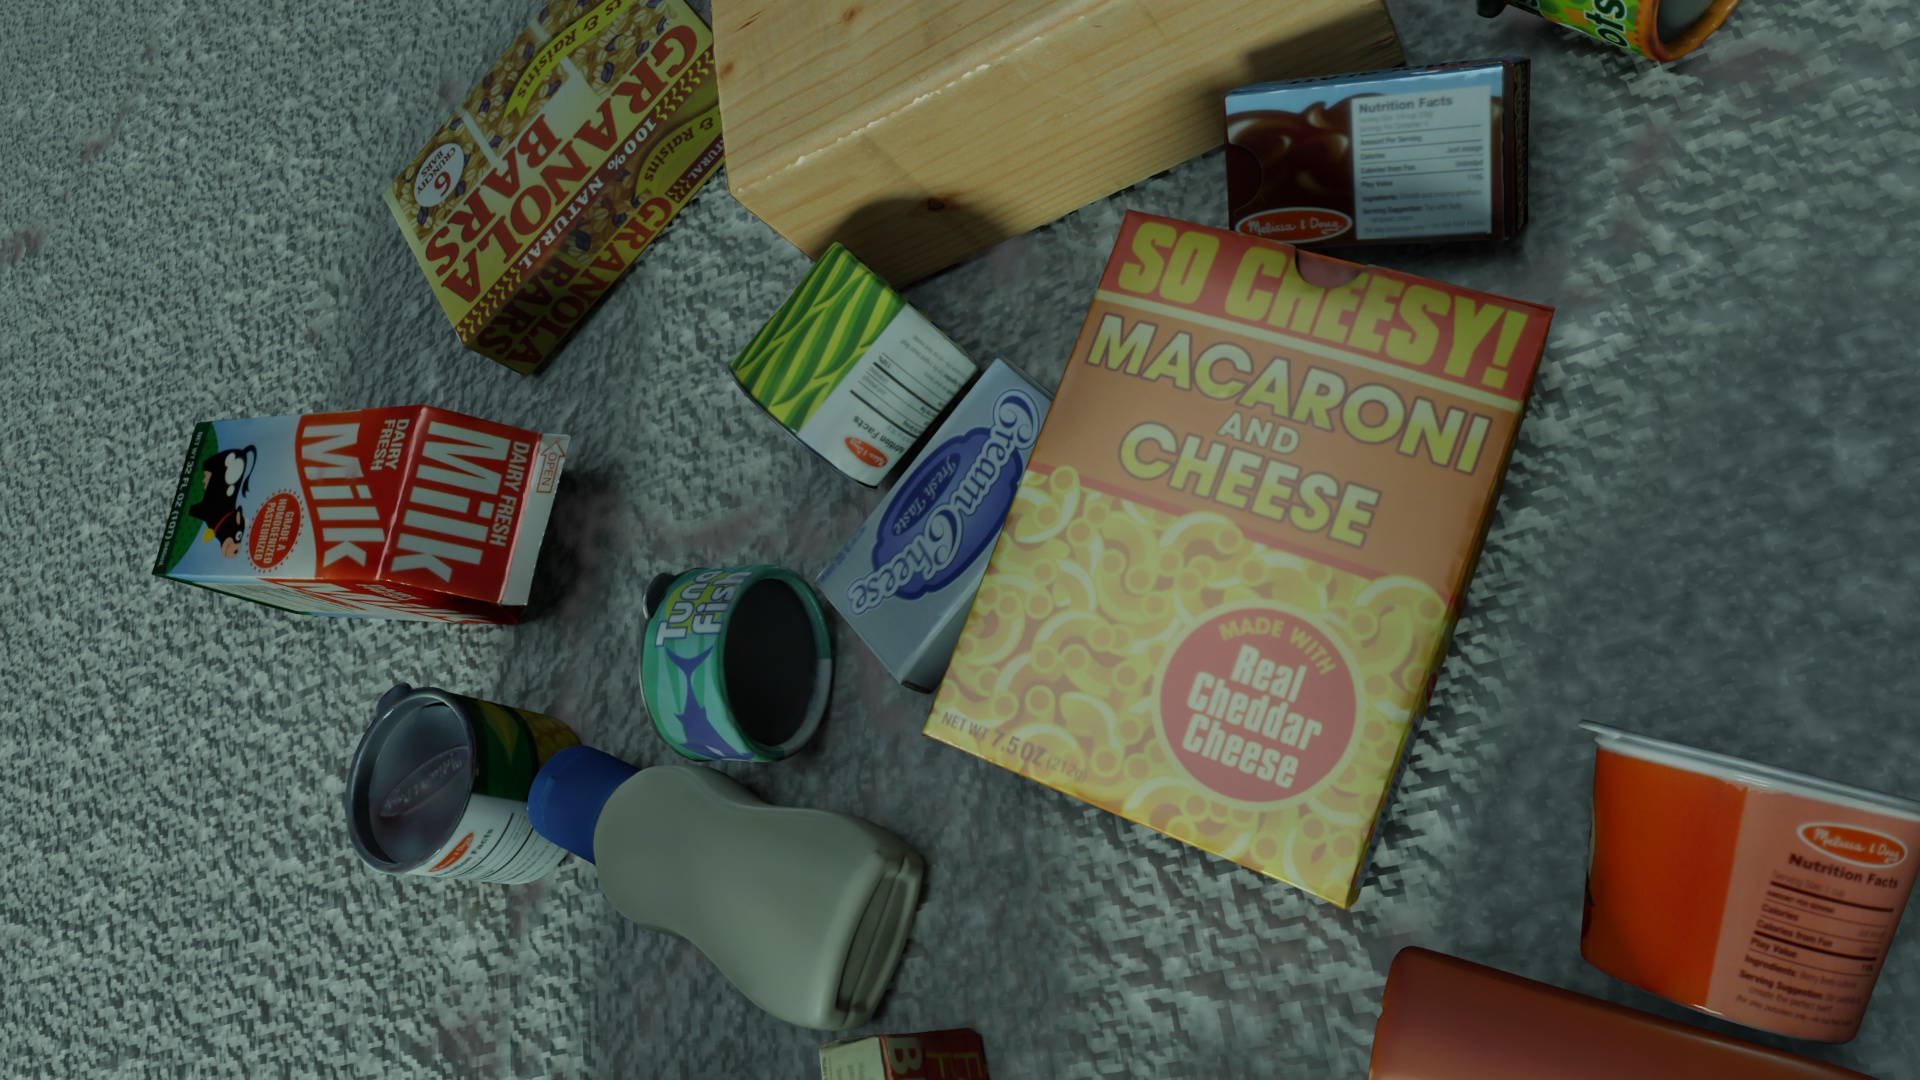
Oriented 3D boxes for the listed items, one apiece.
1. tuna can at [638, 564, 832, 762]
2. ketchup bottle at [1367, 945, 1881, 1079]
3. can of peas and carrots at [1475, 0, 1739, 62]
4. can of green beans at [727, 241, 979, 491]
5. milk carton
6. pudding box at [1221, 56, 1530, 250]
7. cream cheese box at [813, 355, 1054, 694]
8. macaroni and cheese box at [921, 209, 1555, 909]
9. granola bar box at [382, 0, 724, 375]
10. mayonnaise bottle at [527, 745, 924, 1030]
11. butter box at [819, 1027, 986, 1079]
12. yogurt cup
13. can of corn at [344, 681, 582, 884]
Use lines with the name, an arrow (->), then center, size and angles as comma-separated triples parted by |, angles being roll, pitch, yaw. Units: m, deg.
tuna can -> -0.074, 0.039, 0.463 | 0.033, 0.071, 0.071 | -5, 71, 28
ketchup bottle -> 0.165, 0.129, 0.296 | 0.149, 0.064, 0.044 | 10, 60, 24
can of peas and carrots -> 0.186, -0.172, 0.387 | 0.059, 0.071, 0.071 | 40, 95, 34
can of green beans -> -0.036, -0.060, 0.478 | 0.058, 0.071, 0.071 | -49, 56, 7
milk carton -> -0.238, -0.009, 0.575 | 0.190, 0.073, 0.072 | 1, 73, 31
pudding box -> 0.122, -0.114, 0.411 | 0.083, 0.030, 0.049 | 4, 112, 32
cream cheese box -> 0.002, -0.006, 0.461 | 0.103, 0.024, 0.053 | -50, 57, 6
macaroni and cheese box -> 0.078, 0.000, 0.390 | 0.124, 0.040, 0.166 | 19, 83, 21
granola bar box -> -0.172, -0.172, 0.615 | 0.165, 0.039, 0.124 | -44, 56, 10
mayonnaise bottle -> -0.084, 0.106, 0.463 | 0.148, 0.041, 0.065 | 15, 80, 35
butter box -> -0.009, 0.189, 0.381 | 0.024, 0.053, 0.104 | -23, 62, 26
yogurt cup -> 0.172, 0.075, 0.308 | 0.072, 0.072, 0.054 | 12, 88, 33
can of corn -> -0.182, 0.090, 0.516 | 0.071, 0.058, 0.071 | -11, 68, 28
